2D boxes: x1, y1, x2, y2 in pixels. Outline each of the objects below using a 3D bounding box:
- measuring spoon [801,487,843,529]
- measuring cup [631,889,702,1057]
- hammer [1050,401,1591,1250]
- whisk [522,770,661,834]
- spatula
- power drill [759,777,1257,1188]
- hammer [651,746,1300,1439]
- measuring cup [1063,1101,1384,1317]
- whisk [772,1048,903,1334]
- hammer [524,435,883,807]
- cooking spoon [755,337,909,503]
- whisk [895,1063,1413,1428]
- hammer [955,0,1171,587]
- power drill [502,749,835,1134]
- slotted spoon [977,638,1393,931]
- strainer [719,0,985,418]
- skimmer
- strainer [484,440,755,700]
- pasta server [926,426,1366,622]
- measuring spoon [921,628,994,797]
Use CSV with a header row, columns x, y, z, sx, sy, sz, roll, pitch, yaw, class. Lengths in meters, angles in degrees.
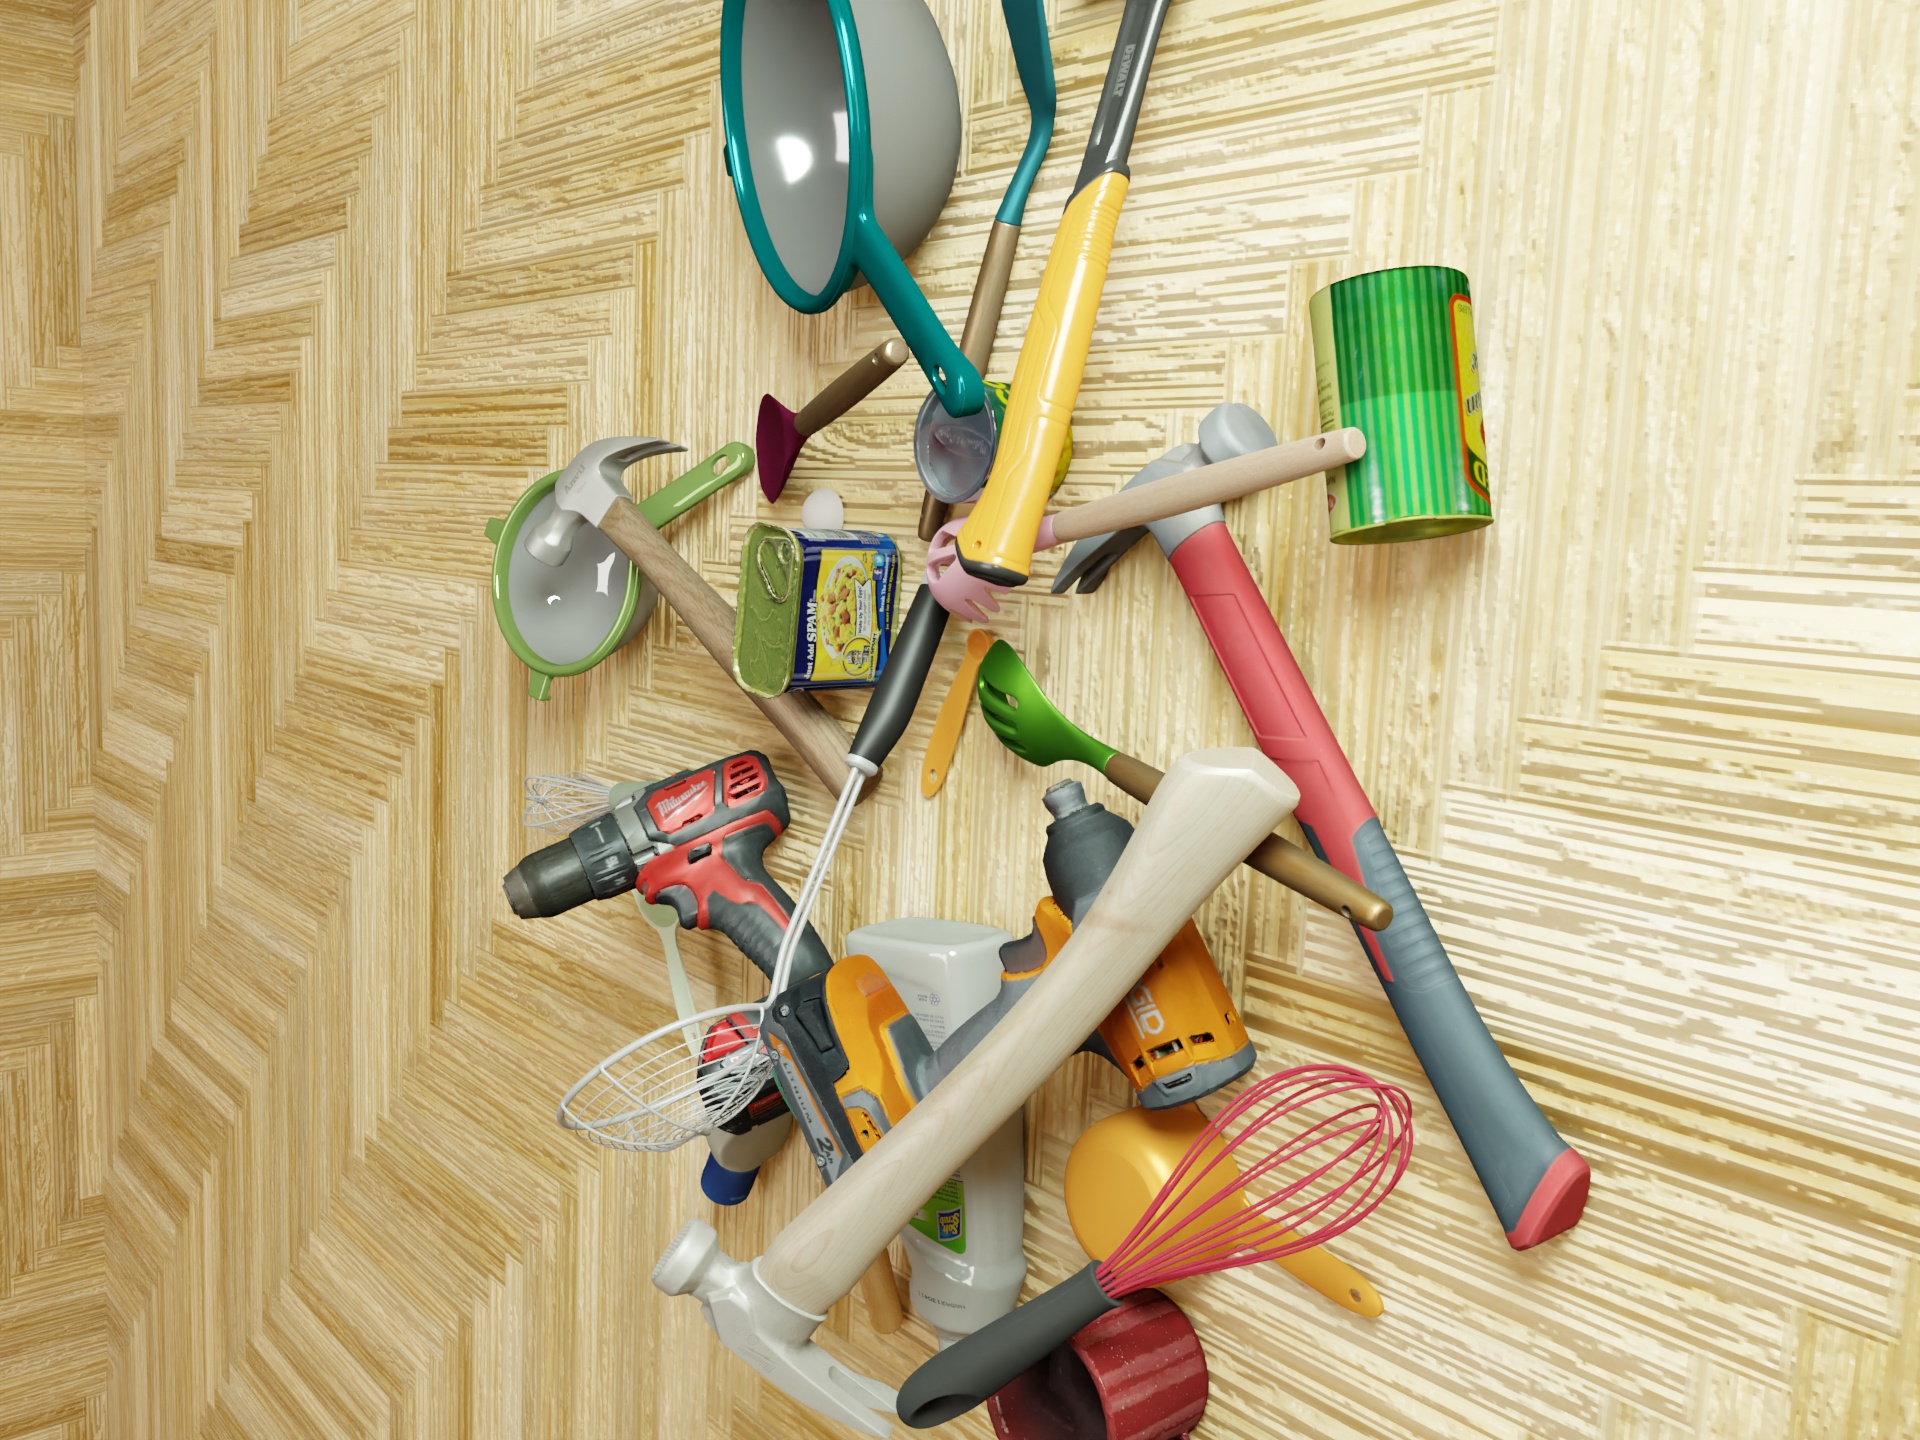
x,y,z,sx,sy,sz,roll,pitch,yaw,class
-0.103,-0.091,1.025,0.034,0.018,0.124,39,122,40,measuring spoon
-0.191,0.154,1.133,0.083,0.038,0.168,-21,79,47,measuring cup
0.160,0.051,0.723,0.143,0.038,0.387,-43,62,43,hammer
-0.259,0.059,1.199,0.246,0.059,0.057,-4,126,45,whisk
0.009,-0.248,0.868,0.082,0.044,0.317,-120,40,-60,spatula
0.015,0.138,0.803,0.226,0.084,0.164,-26,85,22,power drill
0.019,0.176,0.739,0.146,0.038,0.410,38,112,-3,hammer
0.120,0.249,0.772,0.174,0.052,0.095,19,107,48,measuring cup
-0.066,0.274,0.938,0.047,0.051,0.244,-122,19,-61,whisk
-0.162,-0.068,1.043,0.331,0.031,0.130,46,109,24,hammer
-0.083,-0.176,0.919,0.319,0.017,0.069,178,87,-71,cooking spoon
0.082,0.249,0.735,0.296,0.073,0.073,-39,62,16,whisk
0.065,-0.227,0.757,0.127,0.034,0.337,17,92,47,hammer
-0.166,0.140,0.998,0.227,0.188,0.080,60,163,24,power drill
0.090,0.029,0.763,0.314,0.031,0.070,32,141,53,slotted spoon
-0.032,-0.290,0.857,0.341,0.095,0.210,62,153,29,strainer
-0.104,0.071,0.886,0.090,0.127,0.363,18,76,18,skimmer
-0.230,-0.127,1.146,0.256,0.069,0.152,-28,73,28,strainer
0.072,-0.096,0.760,0.316,0.040,0.060,-8,74,55,pasta server
-0.001,-0.003,0.926,0.021,0.011,0.116,45,128,38,measuring spoon
